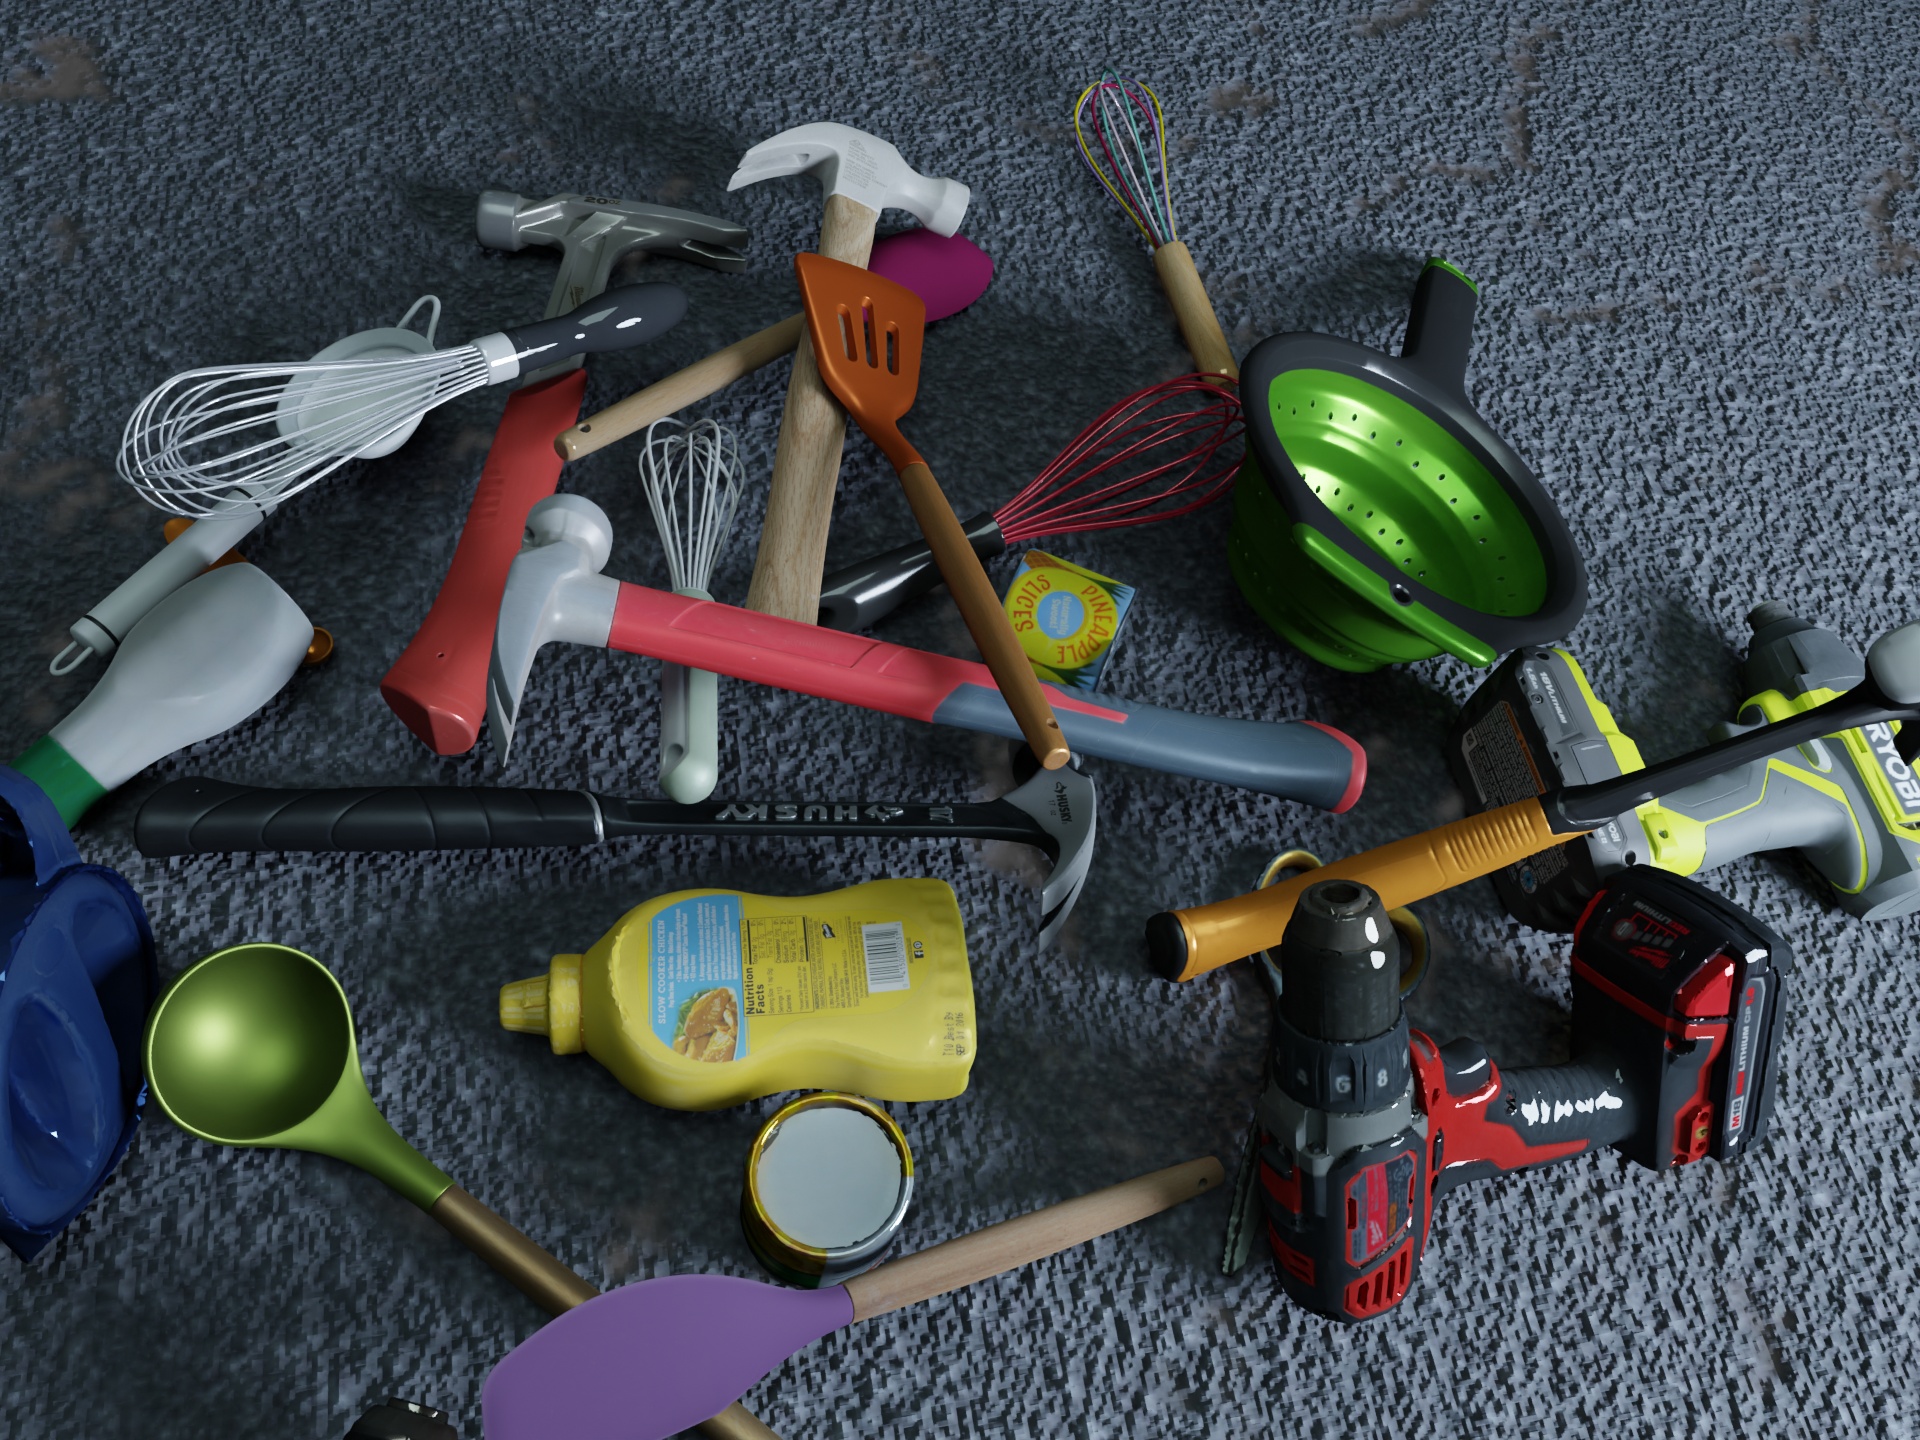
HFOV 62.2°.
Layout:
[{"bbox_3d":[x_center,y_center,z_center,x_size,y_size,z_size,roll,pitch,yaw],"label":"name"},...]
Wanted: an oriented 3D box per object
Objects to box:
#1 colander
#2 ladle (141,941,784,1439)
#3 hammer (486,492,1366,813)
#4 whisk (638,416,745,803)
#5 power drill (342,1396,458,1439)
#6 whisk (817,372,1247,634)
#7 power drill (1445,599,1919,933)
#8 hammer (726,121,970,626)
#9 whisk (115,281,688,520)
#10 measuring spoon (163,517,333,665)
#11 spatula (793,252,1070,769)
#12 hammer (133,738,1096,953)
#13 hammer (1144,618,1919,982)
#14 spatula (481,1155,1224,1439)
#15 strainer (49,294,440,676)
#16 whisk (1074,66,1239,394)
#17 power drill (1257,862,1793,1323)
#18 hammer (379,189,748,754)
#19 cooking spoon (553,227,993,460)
[{"bbox_3d":[0.227,-0.140,0.858,0.204,0.094,0.397,33,41,-5],"label":"colander"},{"bbox_3d":[-0.179,0.197,0.609,0.320,0.062,0.078,35,61,8],"label":"ladle"},{"bbox_3d":[-0.001,-0.002,0.680,0.386,0.038,0.143,13,38,-14],"label":"hammer"},{"bbox_3d":[-0.127,-0.059,0.743,0.059,0.058,0.247,35,33,-37],"label":"whisk"},{"bbox_3d":[-0.142,0.322,0.490,0.226,0.084,0.185,0,57,25],"label":"power drill"},{"bbox_3d":[0.034,-0.103,0.815,0.296,0.073,0.073,-27,68,-16],"label":"whisk"},{"bbox_3d":[0.367,0.020,0.789,0.223,0.080,0.171,-5,62,-16],"label":"power drill"},{"bbox_3d":[-0.072,-0.181,0.813,0.130,0.031,0.332,19,58,-21],"label":"hammer"},{"bbox_3d":[-0.249,-0.160,0.749,0.284,0.070,0.070,-28,68,-31],"label":"whisk"},{"bbox_3d":[-0.340,-0.061,0.759,0.117,0.011,0.021,37,65,16],"label":"measuring spoon"},{"bbox_3d":[-0.010,-0.105,0.731,0.081,0.041,0.323,10,40,-36],"label":"spatula"},{"bbox_3d":[-0.142,0.046,0.689,0.409,0.036,0.149,0,28,-4],"label":"hammer"},{"bbox_3d":[0.239,0.046,0.676,0.337,0.127,0.034,-22,69,18],"label":"hammer"},{"bbox_3d":[-0.022,0.208,0.595,0.315,0.018,0.060,-7,99,-33],"label":"spatula"},{"bbox_3d":[-0.332,-0.110,0.763,0.087,0.050,0.258,22,58,25],"label":"strainer"},{"bbox_3d":[0.121,-0.298,0.951,0.047,0.051,0.245,-7,65,-20],"label":"whisk"},{"bbox_3d":[0.221,0.128,0.646,0.226,0.187,0.080,-15,25,-19],"label":"power drill"},{"bbox_3d":[-0.204,-0.138,0.794,0.149,0.036,0.359,8,54,-4],"label":"hammer"},{"bbox_3d":[-0.090,-0.206,0.848,0.069,0.017,0.319,40,51,14],"label":"cooking spoon"}]
